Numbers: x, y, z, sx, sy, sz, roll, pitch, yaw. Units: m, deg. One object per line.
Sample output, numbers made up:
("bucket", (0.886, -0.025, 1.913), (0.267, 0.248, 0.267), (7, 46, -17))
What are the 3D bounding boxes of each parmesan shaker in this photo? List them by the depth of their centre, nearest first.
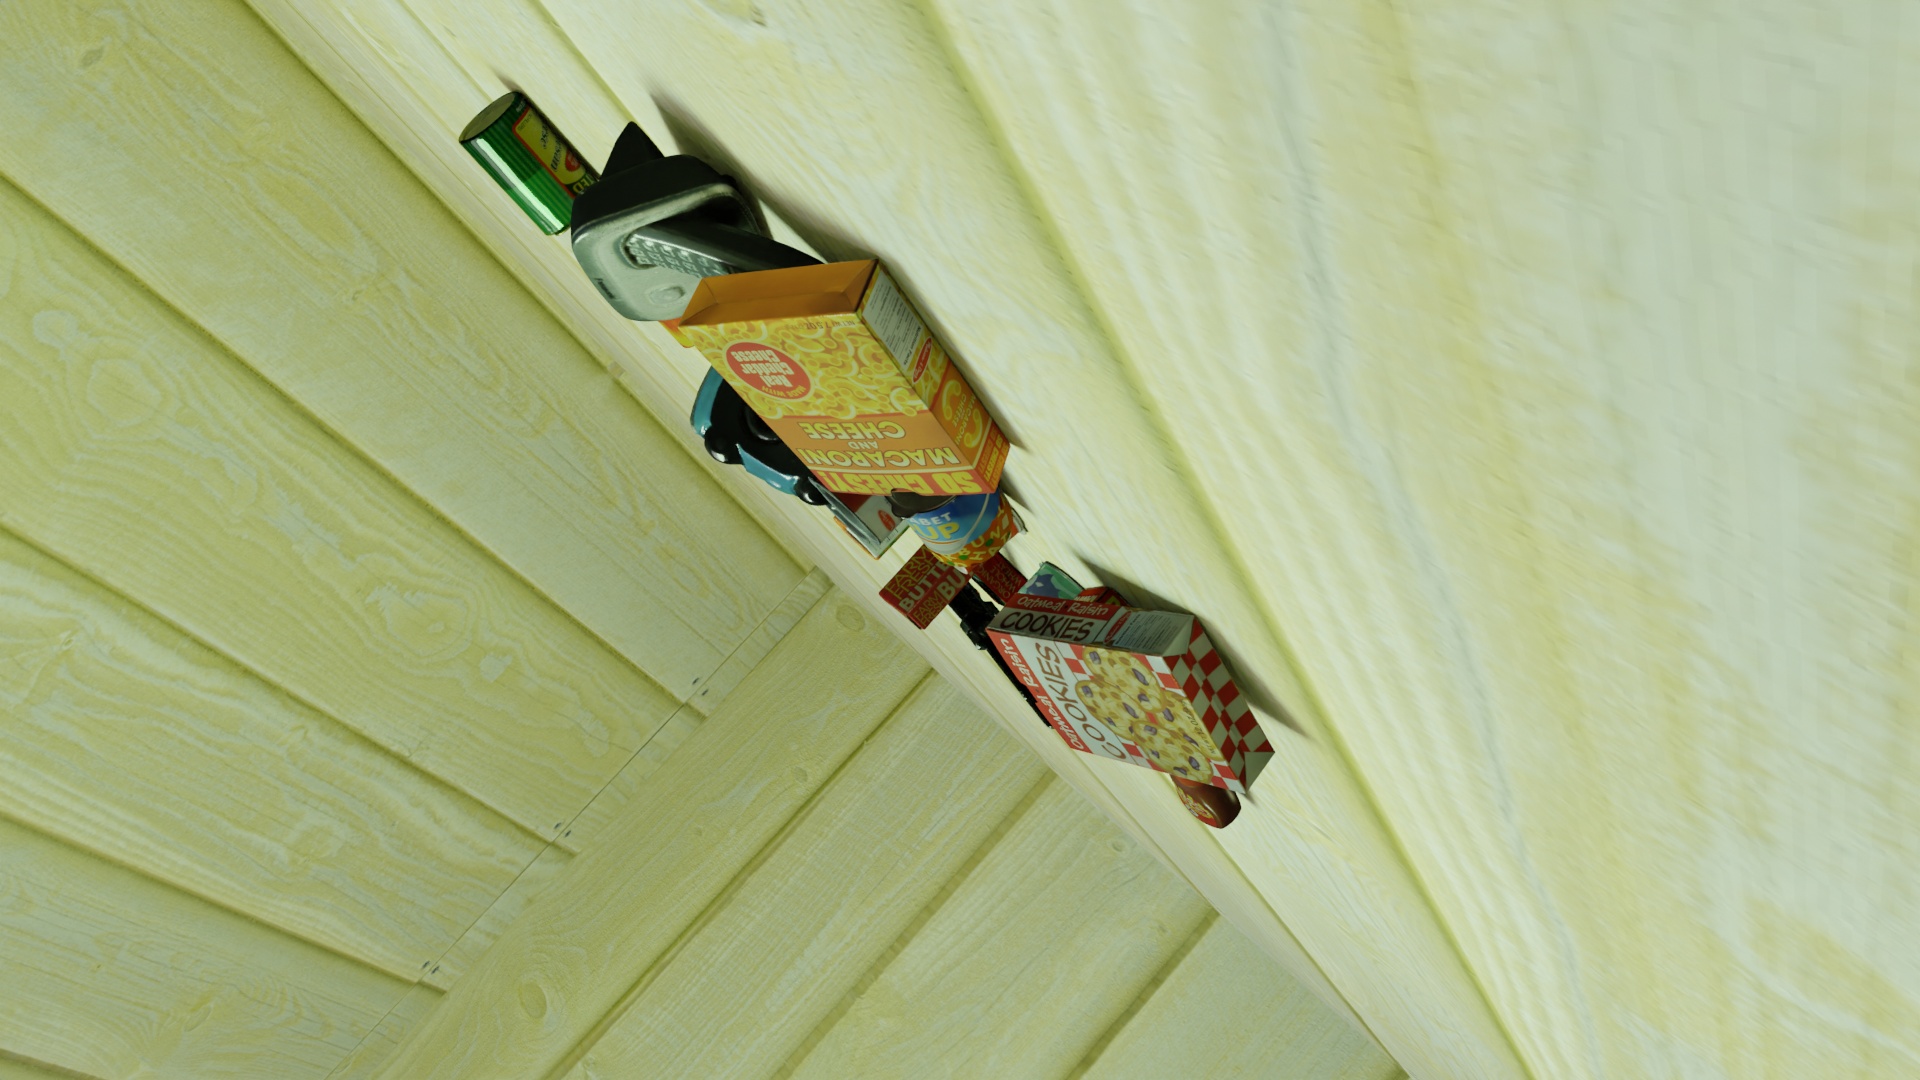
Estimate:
("parmesan shaker", (-0.361, -0.316, 1.169), (0.102, 0.071, 0.071), (49, 170, -36))

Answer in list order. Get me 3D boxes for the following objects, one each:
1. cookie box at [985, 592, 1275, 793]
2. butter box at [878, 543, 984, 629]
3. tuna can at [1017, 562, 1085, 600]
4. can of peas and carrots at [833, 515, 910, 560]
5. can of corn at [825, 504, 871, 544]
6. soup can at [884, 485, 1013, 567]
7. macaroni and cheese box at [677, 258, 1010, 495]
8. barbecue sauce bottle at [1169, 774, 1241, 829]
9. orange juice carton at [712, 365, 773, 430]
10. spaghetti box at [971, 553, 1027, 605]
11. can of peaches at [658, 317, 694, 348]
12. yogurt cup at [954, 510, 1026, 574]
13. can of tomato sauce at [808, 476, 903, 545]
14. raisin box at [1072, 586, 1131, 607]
("cookie box", (0.107, 0.097, 0.910), (0.167, 0.040, 0.122), (5, 136, 52))
("butter box", (-0.014, 0.019, 1.093), (0.024, 0.103, 0.053), (48, 170, -34))
("tuna can", (0.076, 0.049, 1.064), (0.071, 0.033, 0.071), (42, 172, 7))
("can of peas and carrots", (-0.090, -0.022, 1.444), (0.071, 0.059, 0.071), (43, 172, 7))
("can of corn", (-0.096, -0.041, 1.362), (0.071, 0.058, 0.071), (42, 173, 7))
("soup can", (-0.009, -0.026, 0.934), (0.071, 0.071, 0.083), (38, 171, 34))
("macaroni and cheese box", (-0.063, -0.086, 0.794), (0.123, 0.040, 0.166), (1, 148, 32))
("barbecue sauce bottle", (0.210, 0.208, 1.217), (0.065, 0.044, 0.148), (41, 172, 29))
("orange juice carton", (-0.109, -0.112, 0.971), (0.071, 0.073, 0.193), (48, 172, -34))
("spaghetti box", (-0.039, -0.035, 1.211), (0.250, 0.029, 0.050), (44, 172, -6))
("can of peaches", (-0.211, -0.194, 1.086), (0.058, 0.071, 0.071), (47, 171, -27))
("yogurt cup", (0.004, -0.013, 1.014), (0.072, 0.054, 0.072), (43, 172, 7))
("can of tomato sauce", (-0.055, -0.050, 0.995), (0.071, 0.083, 0.071), (42, 172, 7))
("raisin box", (0.127, 0.088, 0.990), (0.123, 0.040, 0.086), (44, 173, -3))
